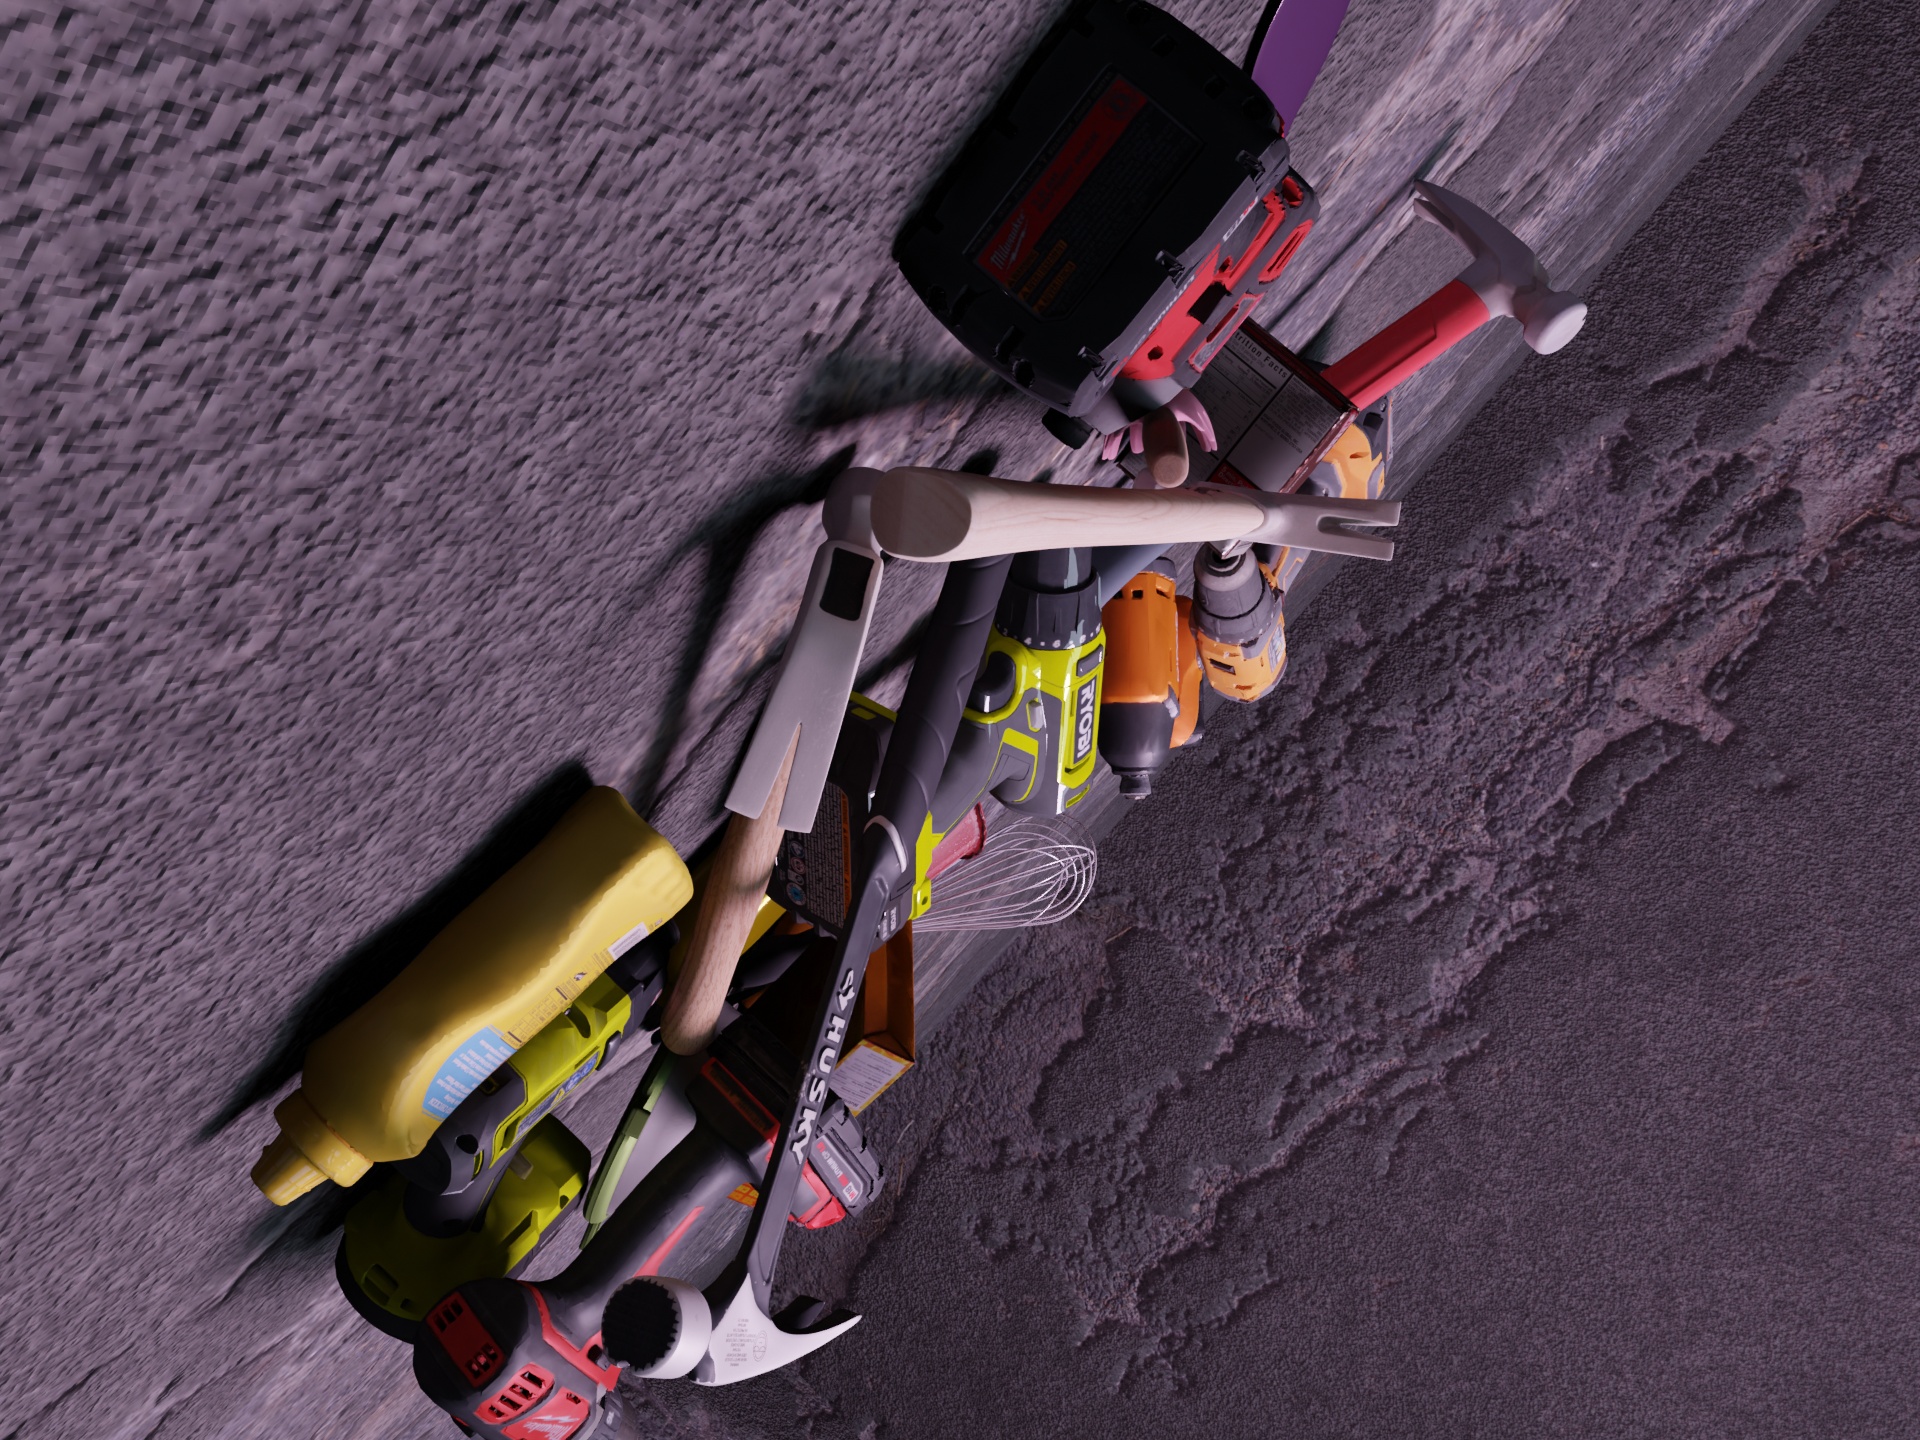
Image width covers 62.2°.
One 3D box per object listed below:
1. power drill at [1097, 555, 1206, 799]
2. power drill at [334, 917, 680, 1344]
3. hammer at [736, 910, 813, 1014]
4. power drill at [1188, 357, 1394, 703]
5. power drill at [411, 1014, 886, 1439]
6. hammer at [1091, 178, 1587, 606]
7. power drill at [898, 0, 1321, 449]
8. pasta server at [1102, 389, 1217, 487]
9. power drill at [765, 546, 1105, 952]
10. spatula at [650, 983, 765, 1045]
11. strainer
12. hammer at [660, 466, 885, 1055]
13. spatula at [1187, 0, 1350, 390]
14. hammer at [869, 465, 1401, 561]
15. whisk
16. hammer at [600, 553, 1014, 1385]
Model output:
[{"bbox_3d":[0.132,-0.026,1.152,0.226,0.084,0.164,10,79,-78],"label":"power drill"},{"bbox_3d":[-0.218,0.195,0.776,0.171,0.080,0.223,-42,166,-49],"label":"power drill"},{"bbox_3d":[-0.142,0.196,1.187,0.127,0.034,0.336,-36,164,-43],"label":"hammer"},{"bbox_3d":[0.226,-0.142,1.118,0.226,0.084,0.185,-62,157,-13],"label":"power drill"},{"bbox_3d":[-0.147,0.279,0.803,0.227,0.080,0.187,-42,145,-19],"label":"power drill"},{"bbox_3d":[0.187,-0.186,0.989,0.386,0.143,0.038,-35,154,-2],"label":"hammer"},{"bbox_3d":[0.063,-0.165,0.588,0.143,0.078,0.219,-50,172,15],"label":"power drill"},{"bbox_3d":[0.091,-0.125,0.719,0.316,0.060,0.040,-70,155,-73],"label":"pasta server"},{"bbox_3d":[-0.001,-0.003,0.827,0.228,0.080,0.190,-36,138,-42],"label":"power drill"},{"bbox_3d":[-0.189,0.265,1.149,0.082,0.044,0.317,-26,151,-25],"label":"spatula"},{"bbox_3d":[-0.134,0.196,0.946,0.151,0.069,0.256,-65,178,41],"label":"strainer"},{"bbox_3d":[-0.089,0.053,0.673,0.331,0.031,0.130,115,-10,-47],"label":"hammer"},{"bbox_3d":[0.128,-0.236,0.728,0.060,0.018,0.315,-40,167,-18],"label":"spatula"},{"bbox_3d":[0.086,-0.090,0.707,0.410,0.146,0.038,-16,114,-64],"label":"hammer"},{"bbox_3d":[-0.041,0.125,1.028,0.284,0.070,0.070,-21,180,22],"label":"whisk"},{"bbox_3d":[-0.035,0.075,0.688,0.149,0.036,0.409,45,58,-58],"label":"hammer"}]
